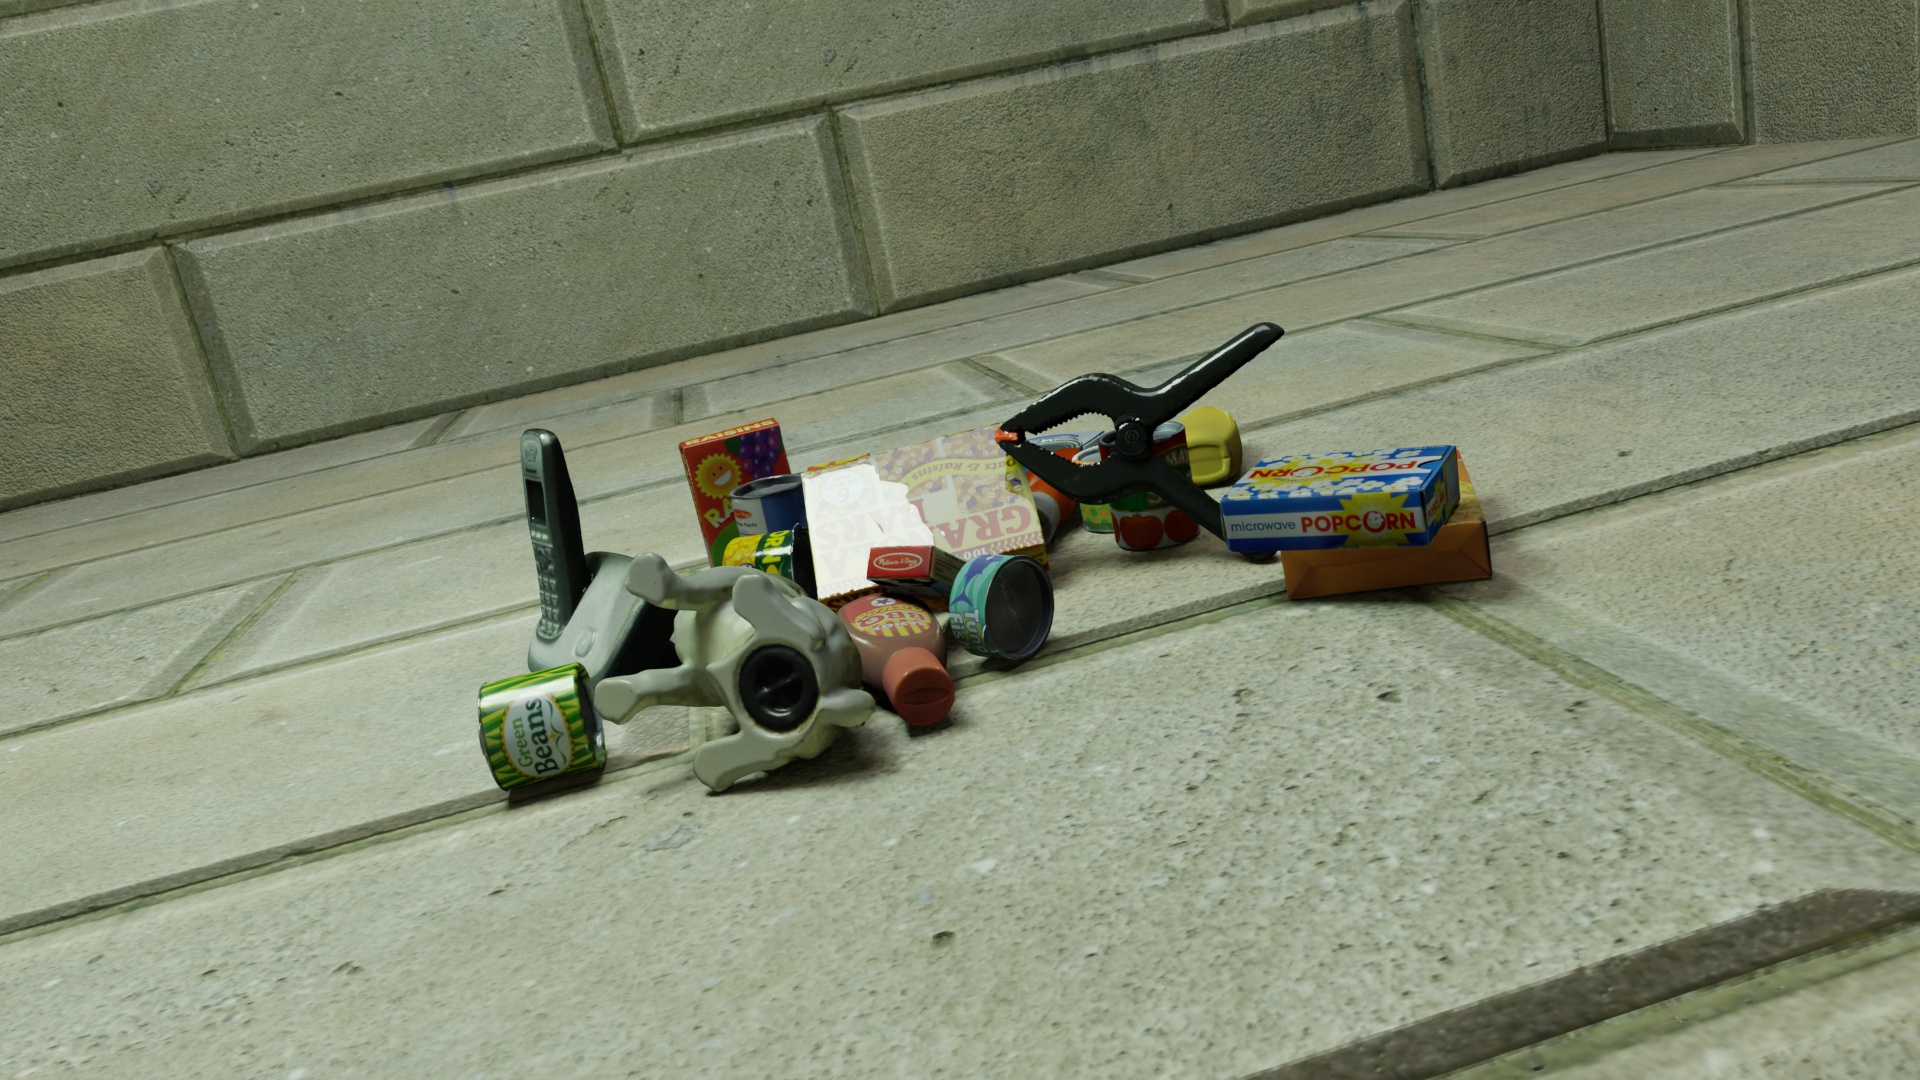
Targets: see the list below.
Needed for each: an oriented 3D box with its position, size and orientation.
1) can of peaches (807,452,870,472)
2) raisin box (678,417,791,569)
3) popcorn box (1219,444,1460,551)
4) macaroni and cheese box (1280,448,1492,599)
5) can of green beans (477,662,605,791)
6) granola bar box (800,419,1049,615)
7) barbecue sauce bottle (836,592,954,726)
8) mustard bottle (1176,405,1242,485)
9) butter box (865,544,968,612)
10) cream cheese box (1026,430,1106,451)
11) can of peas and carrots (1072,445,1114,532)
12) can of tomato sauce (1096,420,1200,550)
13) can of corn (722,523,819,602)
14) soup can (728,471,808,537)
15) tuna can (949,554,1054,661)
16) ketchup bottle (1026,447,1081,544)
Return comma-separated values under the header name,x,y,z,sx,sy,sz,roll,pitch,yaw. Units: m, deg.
name,x,y,z,sx,sy,sz,roll,pitch,yaw
can of peaches,-0.104,-0.042,1.259,0.058,0.071,0.071,-12,15,0
raisin box,-0.183,-0.034,1.185,0.086,0.123,0.040,-16,16,-13
popcorn box,0.235,-0.026,0.860,0.126,0.038,0.085,-2,19,33
macaroni and cheese box,0.279,-0.013,0.928,0.123,0.040,0.167,-7,17,17
can of green beans,-0.249,0.111,0.828,0.058,0.071,0.071,-13,15,-6
granola bar box,-0.028,-0.014,1.028,0.165,0.039,0.125,-14,52,2
barbecue sauce bottle,-0.036,0.072,0.851,0.065,0.043,0.149,-7,15,-12
mustard bottle,0.217,-0.089,1.226,0.065,0.048,0.161,-7,15,16
butter box,-0.012,0.028,0.930,0.053,0.024,0.103,-1,-16,34
cream cheese box,0.087,-0.087,1.359,0.103,0.024,0.053,-2,18,32
can of peas and carrots,0.129,-0.044,1.113,0.071,0.058,0.071,-11,16,3
can of tomato sauce,0.144,-0.042,1.046,0.071,0.083,0.071,-11,15,3
can of corn,-0.140,0.024,1.046,0.058,0.071,0.071,-8,16,16
soup can,-0.145,-0.007,1.135,0.071,0.083,0.071,-11,15,3
tuna can,0.025,0.043,0.869,0.033,0.071,0.071,1,20,43
ketchup bottle,0.069,-0.034,1.139,0.064,0.043,0.149,-31,9,21
